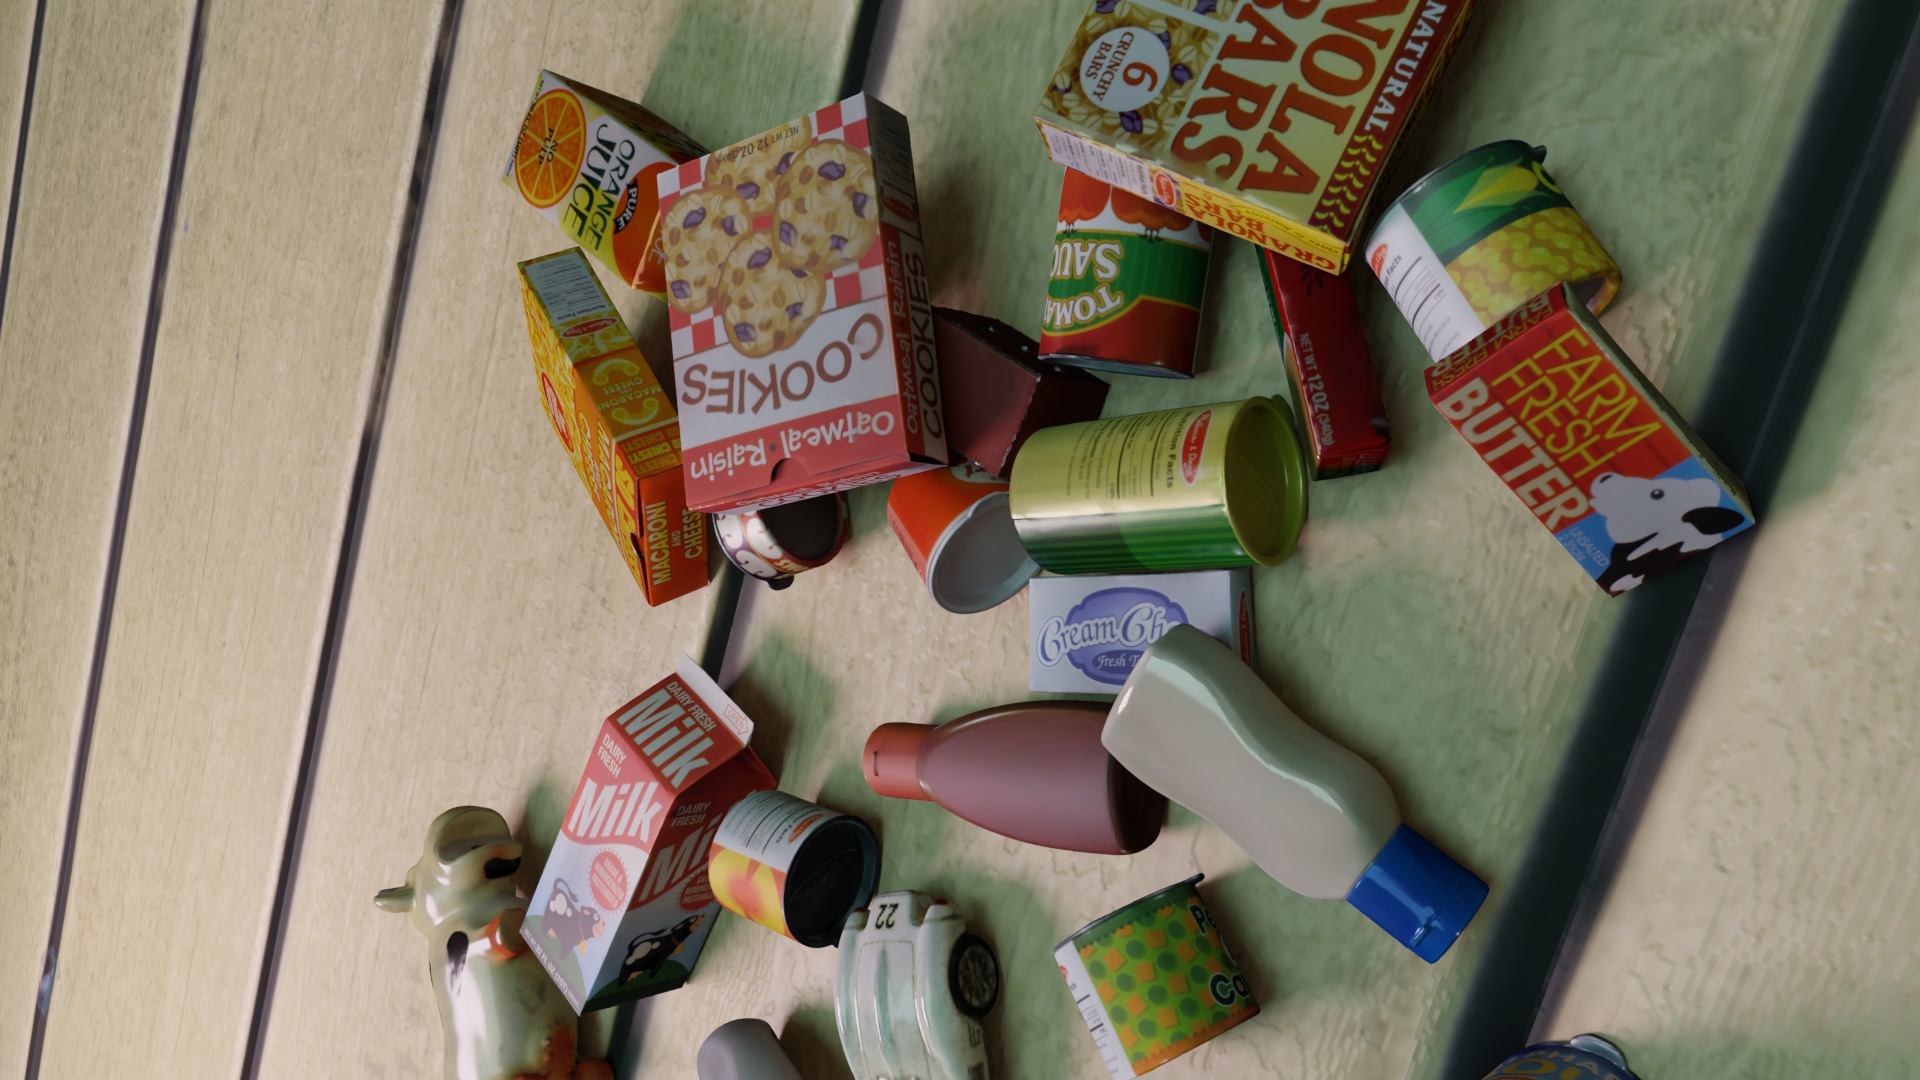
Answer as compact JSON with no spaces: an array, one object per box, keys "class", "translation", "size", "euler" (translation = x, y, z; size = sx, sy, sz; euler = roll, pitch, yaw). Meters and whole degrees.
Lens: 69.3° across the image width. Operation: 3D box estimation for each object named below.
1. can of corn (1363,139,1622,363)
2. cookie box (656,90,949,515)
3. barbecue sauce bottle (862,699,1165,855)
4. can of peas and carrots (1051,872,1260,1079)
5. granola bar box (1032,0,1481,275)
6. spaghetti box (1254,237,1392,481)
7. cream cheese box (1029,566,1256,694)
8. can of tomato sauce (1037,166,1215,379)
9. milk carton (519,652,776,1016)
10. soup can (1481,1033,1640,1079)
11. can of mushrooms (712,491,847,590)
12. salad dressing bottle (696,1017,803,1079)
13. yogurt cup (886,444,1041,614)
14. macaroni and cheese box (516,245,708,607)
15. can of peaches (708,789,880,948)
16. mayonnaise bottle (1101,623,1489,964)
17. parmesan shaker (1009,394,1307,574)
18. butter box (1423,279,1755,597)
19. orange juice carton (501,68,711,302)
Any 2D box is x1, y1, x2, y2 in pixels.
[{"class":"can of corn","translation":[0.187,-0.096,0.485],"size":[0.071,0.071,0.058],"euler":[-39,65,32]},{"class":"cookie box","translation":[-0.076,-0.104,0.637],"size":[0.123,0.040,0.167],"euler":[-12,80,29]},{"class":"barbecue sauce bottle","translation":[0.020,0.104,0.630],"size":[0.148,0.044,0.065],"euler":[-3,87,40]},{"class":"can of peas and carrots","translation":[0.081,0.178,0.563],"size":[0.070,0.071,0.059],"euler":[-41,64,31]},{"class":"granola bar box","translation":[0.119,-0.197,0.506],"size":[0.124,0.039,0.165],"euler":[26,88,15]},{"class":"spaghetti box","translation":[0.125,-0.148,0.545],"size":[0.028,0.050,0.250],"euler":[-12,79,9]},{"class":"cream cheese box","translation":[0.077,0.040,0.598],"size":[0.103,0.024,0.053],"euler":[-4,84,39]},{"class":"can of tomato sauce","translation":[0.069,-0.113,0.580],"size":[0.071,0.071,0.083],"euler":[11,95,40]},{"class":"milk carton","translation":[-0.166,0.159,0.763],"size":[0.072,0.073,0.190],"euler":[37,111,34]},{"class":"soup can","translation":[0.191,0.207,0.457],"size":[0.071,0.084,0.071],"euler":[-2,87,40]},{"class":"can of mushrooms","translation":[-0.091,-0.012,0.712],"size":[0.033,0.071,0.071],"euler":[-18,77,37]},{"class":"salad dressing bottle","translation":[-0.088,0.288,0.678],"size":[0.148,0.044,0.064],"euler":[22,121,62]},{"class":"yogurt cup","translation":[0.002,-0.008,0.637],"size":[0.054,0.072,0.072],"euler":[49,118,39]},{"class":"macaroni and cheese box","translation":[-0.195,-0.062,0.780],"size":[0.167,0.040,0.123],"euler":[56,155,27]},{"class":"can of peaches","translation":[-0.083,0.166,0.700],"size":[0.058,0.071,0.071],"euler":[9,95,40]},{"class":"mayonnaise bottle","translation":[0.126,0.097,0.527],"size":[0.148,0.041,0.064],"euler":[37,129,21]},{"class":"parmesan shaker","translation":[0.081,-0.022,0.571],"size":[0.103,0.071,0.071],"euler":[-4,86,40]},{"class":"butter box","translation":[0.205,-0.032,0.454],"size":[0.103,0.024,0.053],"euler":[42,124,-16]},{"class":"orange juice carton","translation":[-0.173,-0.191,0.782],"size":[0.193,0.073,0.071],"euler":[39,111,33]}]
